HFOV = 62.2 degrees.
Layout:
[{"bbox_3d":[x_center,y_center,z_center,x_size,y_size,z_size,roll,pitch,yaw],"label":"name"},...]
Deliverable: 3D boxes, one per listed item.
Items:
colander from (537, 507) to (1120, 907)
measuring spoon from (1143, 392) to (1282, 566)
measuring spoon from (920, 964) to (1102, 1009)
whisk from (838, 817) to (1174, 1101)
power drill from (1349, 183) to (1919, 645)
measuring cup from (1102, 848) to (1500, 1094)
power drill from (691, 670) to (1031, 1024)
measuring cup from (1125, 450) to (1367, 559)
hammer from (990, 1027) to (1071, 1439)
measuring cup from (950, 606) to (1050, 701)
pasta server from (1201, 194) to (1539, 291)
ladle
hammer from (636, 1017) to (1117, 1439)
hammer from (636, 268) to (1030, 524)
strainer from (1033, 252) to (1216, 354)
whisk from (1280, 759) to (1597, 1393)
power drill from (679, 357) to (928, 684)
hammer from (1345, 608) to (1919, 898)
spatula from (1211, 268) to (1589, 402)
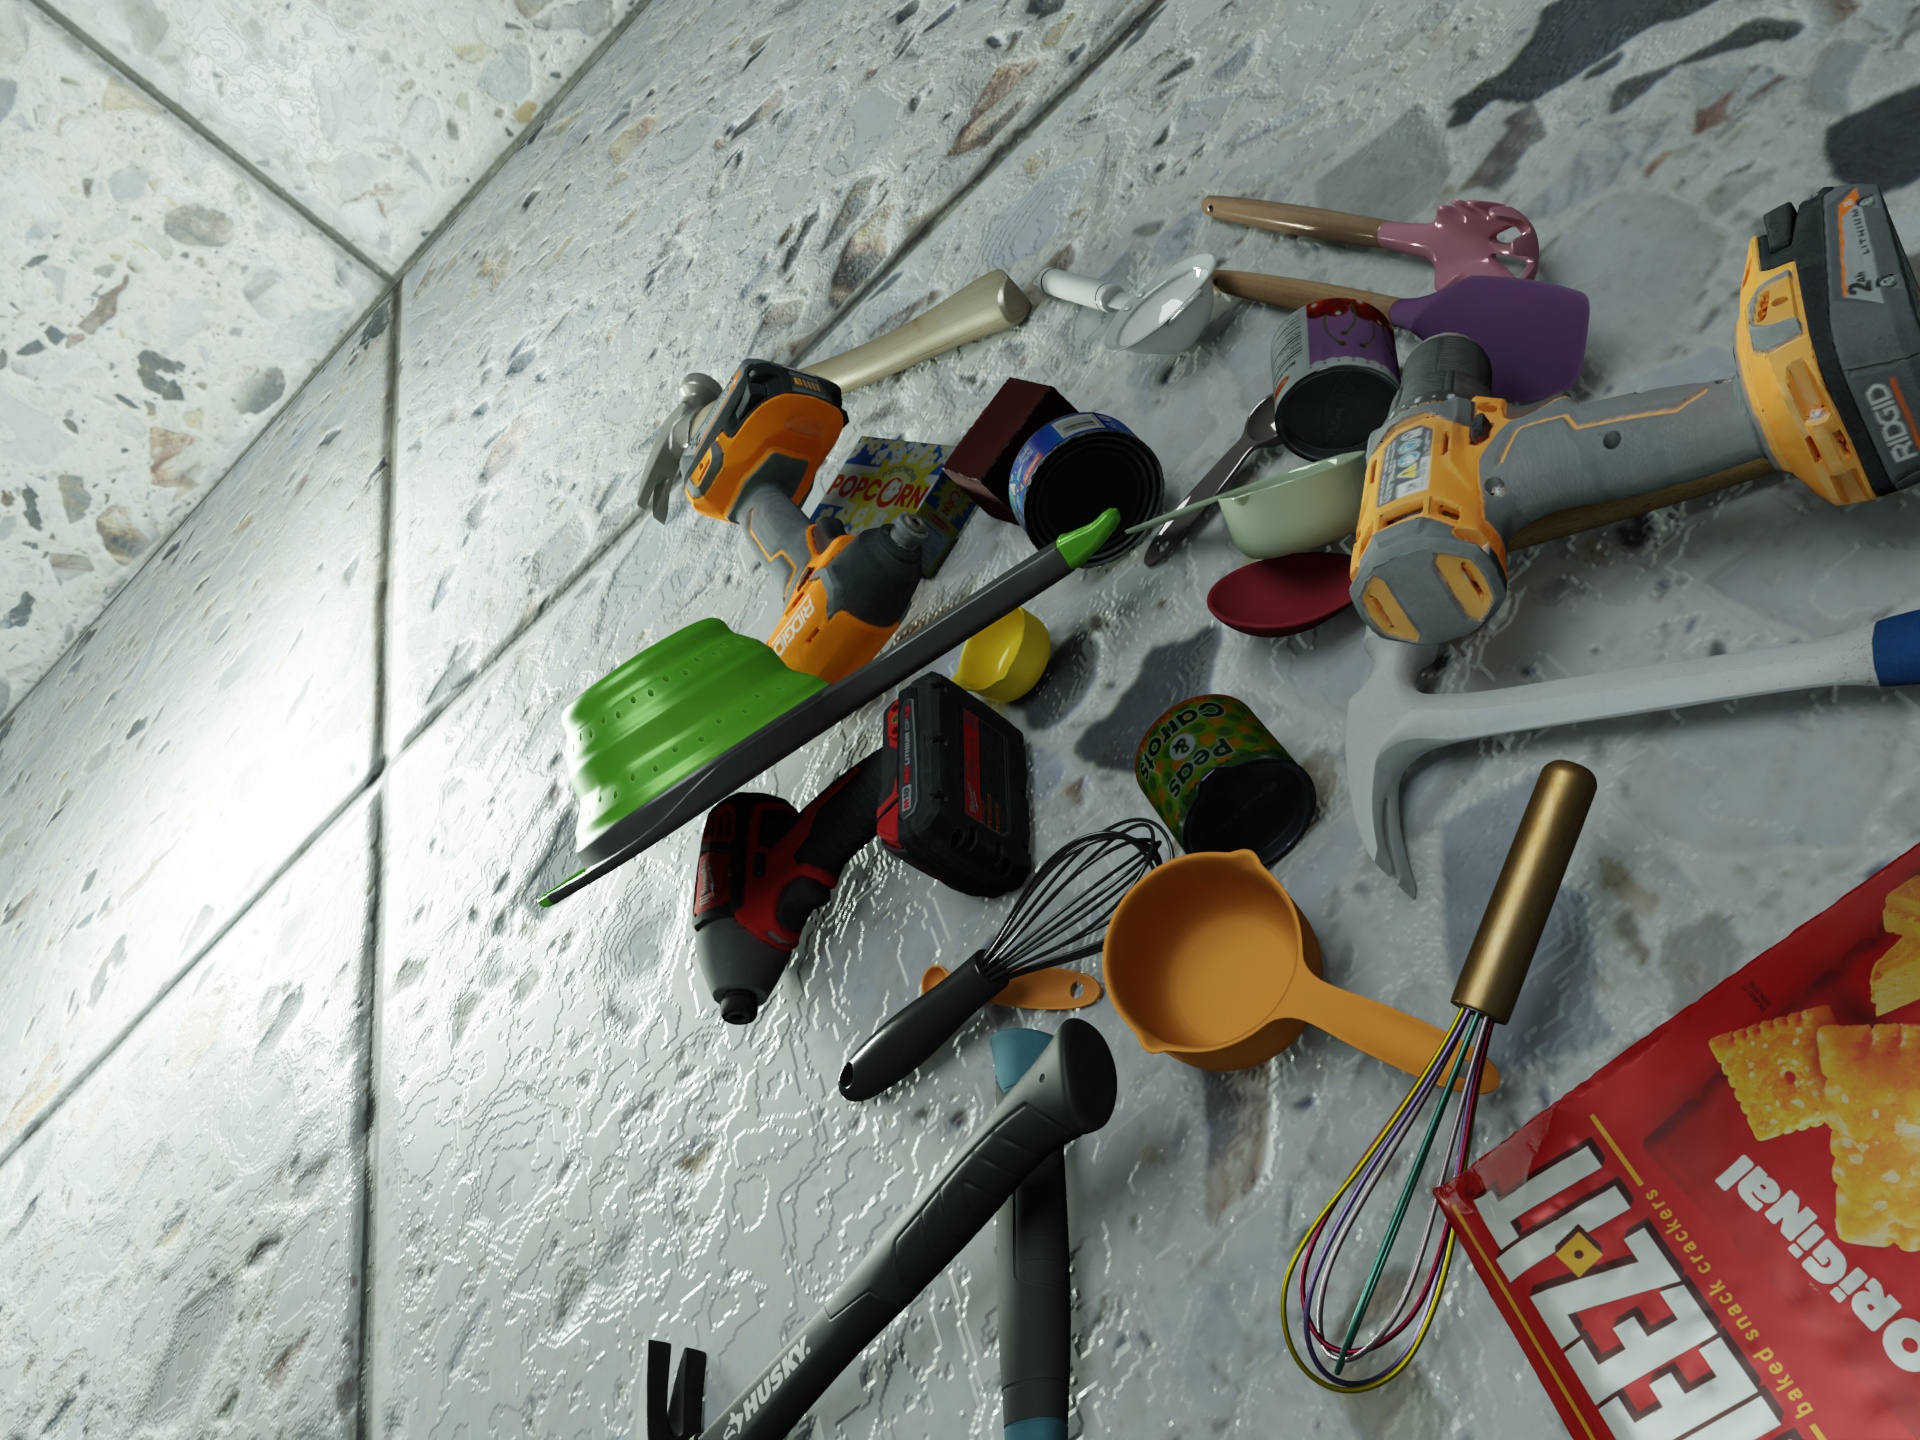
[{"bbox_3d":[-0.096,-0.038,0.907,0.397,0.094,0.204,-32,3,14],"label":"colander"},{"bbox_3d":[0.149,-0.132,0.897,0.124,0.018,0.034,-49,35,15],"label":"measuring spoon"},{"bbox_3d":[0.025,0.135,0.801,0.117,0.011,0.021,-6,70,41],"label":"measuring spoon"},{"bbox_3d":[0.016,0.125,0.776,0.239,0.055,0.055,-43,35,29],"label":"whisk"},{"bbox_3d":[0.276,-0.135,0.670,0.226,0.084,0.185,-20,35,36],"label":"power drill"},{"bbox_3d":[0.143,0.119,0.659,0.174,0.052,0.095,21,77,34],"label":"measuring cup"},{"bbox_3d":[-0.068,0.078,0.896,0.219,0.078,0.143,-30,43,32],"label":"power drill"},{"bbox_3d":[0.147,-0.102,0.838,0.083,0.038,0.167,-25,8,-33],"label":"measuring cup"},{"bbox_3d":[0.032,0.275,0.652,0.128,0.033,0.331,-27,42,29],"label":"hammer"},{"bbox_3d":[-0.001,-0.003,0.944,0.156,0.029,0.062,-50,34,23],"label":"measuring cup"},{"bbox_3d":[0.224,-0.283,0.921,0.040,0.060,0.316,-16,27,-20],"label":"pasta server"},{"bbox_3d":[0.257,-0.089,0.725,0.315,0.031,0.069,-16,29,36],"label":"ladle"},{"bbox_3d":[-0.045,0.255,0.705,0.334,0.035,0.146,-52,33,18],"label":"hammer"},{"bbox_3d":[-0.112,-0.265,1.275,0.411,0.038,0.146,-11,54,42],"label":"hammer"},{"bbox_3d":[0.104,-0.276,1.045,0.087,0.050,0.259,-45,30,0],"label":"strainer"},{"bbox_3d":[0.178,0.126,0.580,0.047,0.051,0.245,19,79,34],"label":"whisk"},{"bbox_3d":[-0.098,-0.132,1.044,0.164,0.084,0.227,-48,51,34],"label":"power drill"},{"bbox_3d":[0.324,-0.017,0.582,0.405,0.035,0.144,-11,52,42],"label":"hammer"},{"bbox_3d":[0.225,-0.225,0.874,0.316,0.018,0.059,-140,46,-57],"label":"spatula"}]
